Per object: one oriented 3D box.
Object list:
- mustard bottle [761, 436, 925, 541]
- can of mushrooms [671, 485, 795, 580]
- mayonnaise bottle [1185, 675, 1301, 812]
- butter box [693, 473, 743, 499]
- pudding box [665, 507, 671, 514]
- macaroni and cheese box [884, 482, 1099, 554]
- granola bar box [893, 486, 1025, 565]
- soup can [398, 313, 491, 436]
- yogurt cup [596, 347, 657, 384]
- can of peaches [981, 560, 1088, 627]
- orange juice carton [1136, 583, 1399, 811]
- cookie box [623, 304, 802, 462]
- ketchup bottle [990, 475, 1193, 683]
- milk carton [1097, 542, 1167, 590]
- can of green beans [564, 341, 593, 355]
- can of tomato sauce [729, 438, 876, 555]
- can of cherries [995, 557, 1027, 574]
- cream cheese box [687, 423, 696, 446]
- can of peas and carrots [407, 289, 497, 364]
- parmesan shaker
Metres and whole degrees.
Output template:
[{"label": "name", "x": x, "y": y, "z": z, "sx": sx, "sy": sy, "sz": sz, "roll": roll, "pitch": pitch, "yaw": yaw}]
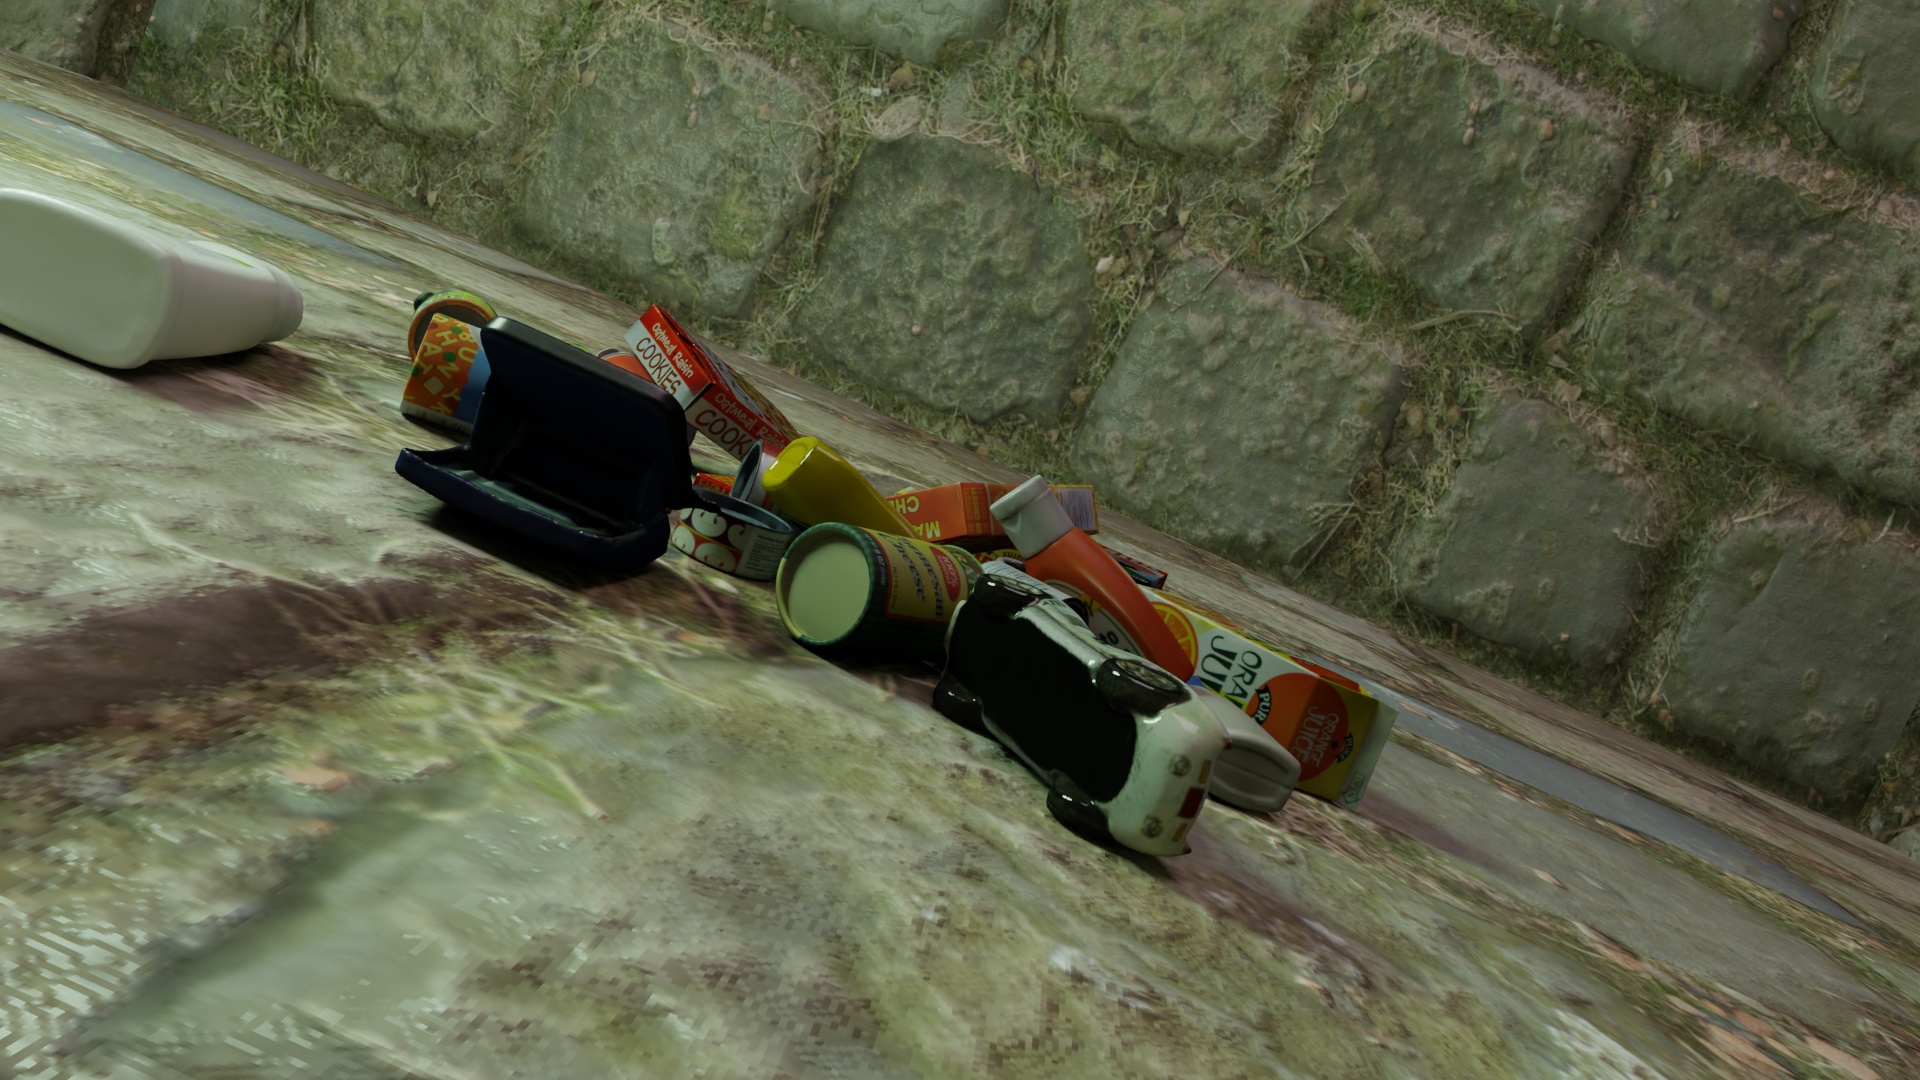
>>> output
[{"label": "mustard bottle", "x": -0.051, "y": 0.005, "z": 0.853, "sx": 0.160, "sy": 0.049, "sz": 0.065, "roll": 45, "pitch": -10, "yaw": -21}, {"label": "can of mushrooms", "x": -0.136, "y": -0.005, "z": 0.818, "sx": 0.071, "sy": 0.033, "sz": 0.071, "roll": 23, "pitch": 7, "yaw": -3}, {"label": "mayonnaise bottle", "x": 0.145, "y": 0.112, "z": 0.812, "sx": 0.065, "sy": 0.041, "sz": 0.148, "roll": 23, "pitch": 5, "yaw": -9}, {"label": "butter box", "x": -0.147, "y": -0.026, "z": 0.984, "sx": 0.053, "sy": 0.024, "sz": 0.103, "roll": 24, "pitch": 6, "yaw": 14}, {"label": "pudding box", "x": -0.220, "y": -0.048, "z": 0.888, "sx": 0.050, "sy": 0.030, "sz": 0.084, "roll": 15, "pitch": 10, "yaw": -46}, {"label": "macaroni and cheese box", "x": 0.004, "y": -0.012, "z": 0.992, "sx": 0.123, "sy": 0.040, "sz": 0.167, "roll": -10, "pitch": -4, "yaw": 36}, {"label": "granola bar box", "x": 0.017, "y": 0.004, "z": 1.233, "sx": 0.165, "sy": 0.039, "sz": 0.124, "roll": 23, "pitch": 6, "yaw": 2}, {"label": "soup can", "x": -0.294, "y": -0.099, "z": 0.862, "sx": 0.084, "sy": 0.071, "sz": 0.071, "roll": 20, "pitch": 7, "yaw": -21}, {"label": "yogurt cup", "x": -0.258, "y": -0.106, "z": 1.081, "sx": 0.072, "sy": 0.072, "sz": 0.054, "roll": 16, "pitch": 18, "yaw": -50}, {"label": "can of peaches", "x": 0.030, "y": 0.054, "z": 0.790, "sx": 0.058, "sy": 0.071, "sz": 0.071, "roll": 27, "pitch": 7, "yaw": 33}, {"label": "orange juice carton", "x": 0.188, "y": 0.100, "z": 0.910, "sx": 0.193, "sy": 0.071, "sz": 0.073, "roll": 28, "pitch": 8, "yaw": 36}, {"label": "cookie box", "x": -0.180, "y": -0.104, "z": 1.106, "sx": 0.123, "sy": 0.040, "sz": 0.167, "roll": 49, "pitch": 5, "yaw": 40}, {"label": "ketchup bottle", "x": 0.073, "y": 0.032, "z": 0.821, "sx": 0.044, "sy": 0.064, "sz": 0.149, "roll": -36, "pitch": 92, "yaw": -46}, {"label": "milk carton", "x": 0.109, "y": 0.046, "z": 1.066, "sx": 0.072, "sy": 0.073, "sz": 0.191, "roll": 24, "pitch": 6, "yaw": 12}, {"label": "can of green beans", "x": -0.295, "y": -0.111, "z": 0.978, "sx": 0.071, "sy": 0.071, "sz": 0.058, "roll": 25, "pitch": 7, "yaw": 19}, {"label": "can of tomato sauce", "x": -0.105, "y": -0.020, "z": 0.904, "sx": 0.083, "sy": 0.071, "sz": 0.071, "roll": 22, "pitch": 6, "yaw": -19}, {"label": "can of cherries", "x": 0.045, "y": 0.050, "z": 0.881, "sx": 0.071, "sy": 0.058, "sz": 0.071, "roll": 22, "pitch": 6, "yaw": -2}, {"label": "cream cheese box", "x": -0.277, "y": -0.106, "z": 1.182, "sx": 0.053, "sy": 0.024, "sz": 0.104, "roll": 25, "pitch": 7, "yaw": 29}, {"label": "can of peas and carrots", "x": -0.371, "y": -0.150, "z": 1.018, "sx": 0.071, "sy": 0.071, "sz": 0.059, "roll": 20, "pitch": 7, "yaw": -24}, {"label": "parmesan shaker", "x": -0.038, "y": 0.031, "z": 0.733, "sx": 0.071, "sy": 0.071, "sz": 0.103, "roll": 27, "pitch": 8, "yaw": 34}]
